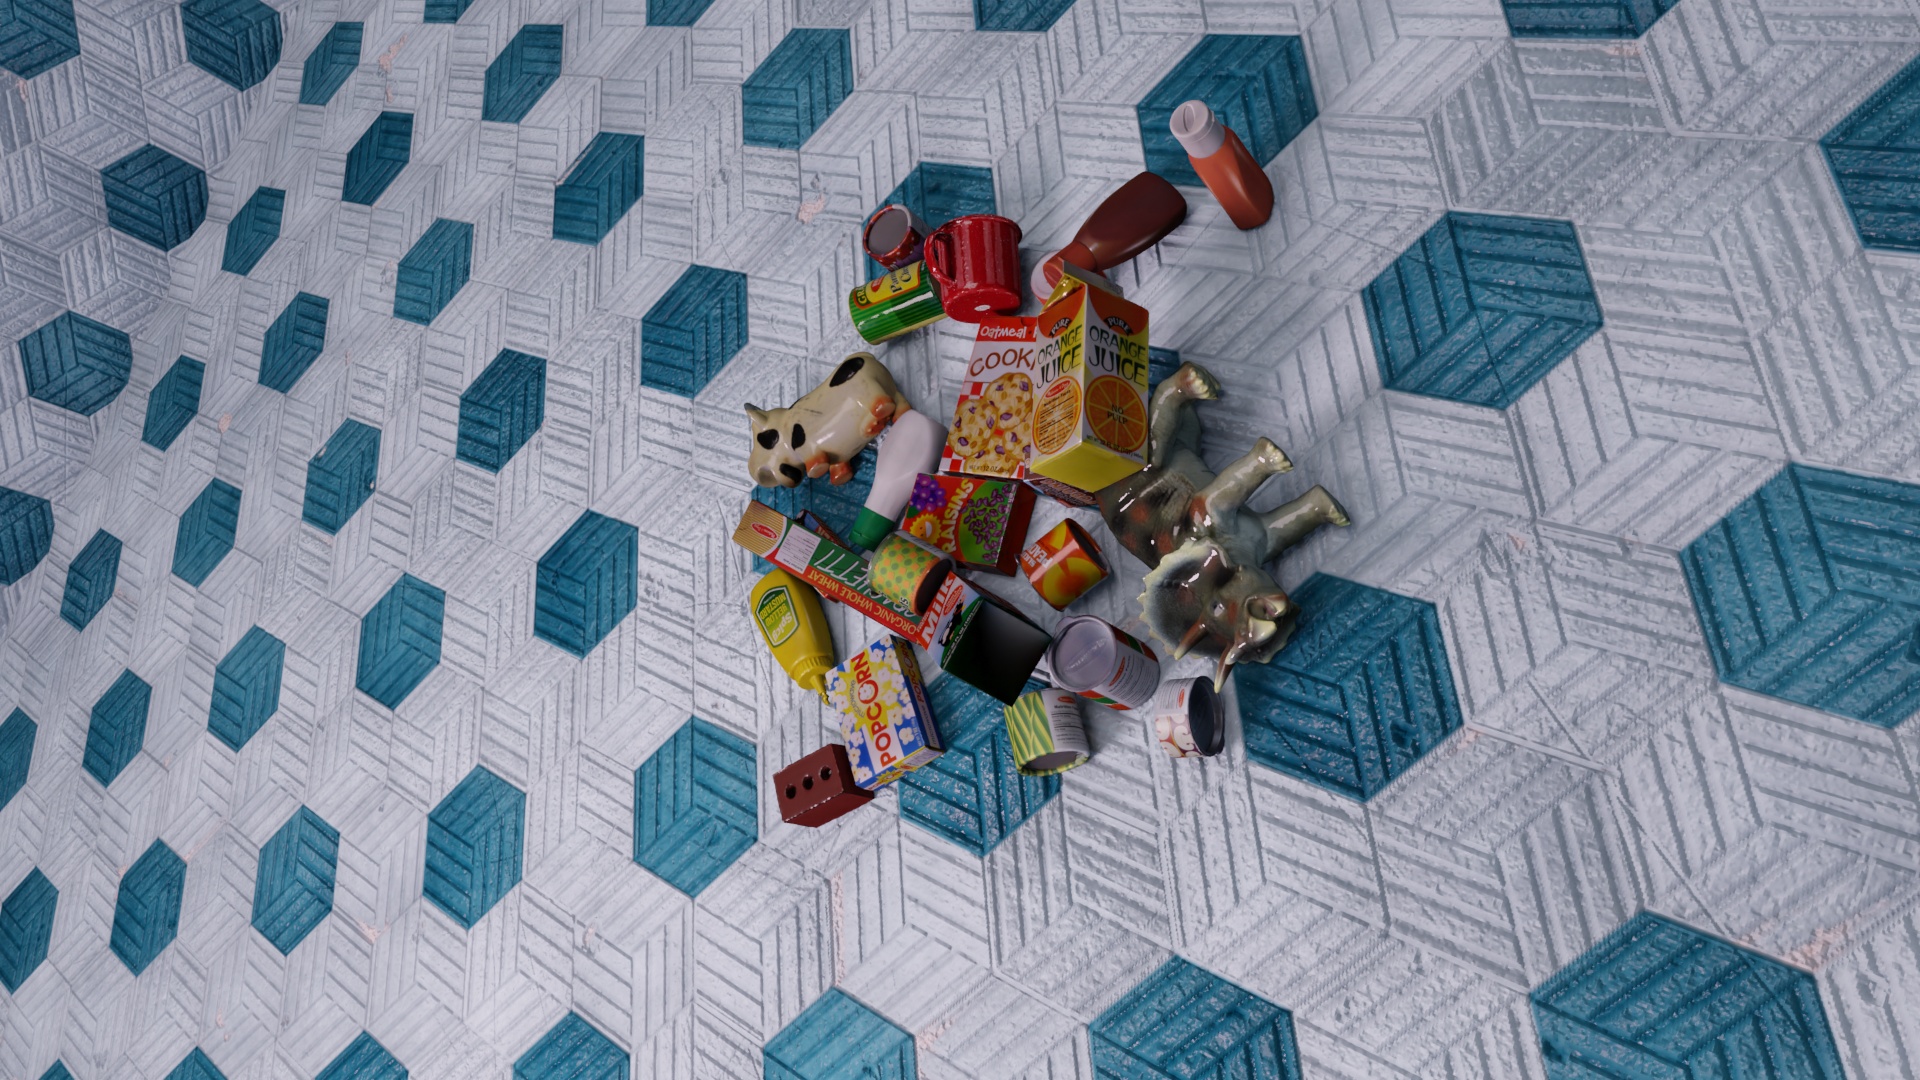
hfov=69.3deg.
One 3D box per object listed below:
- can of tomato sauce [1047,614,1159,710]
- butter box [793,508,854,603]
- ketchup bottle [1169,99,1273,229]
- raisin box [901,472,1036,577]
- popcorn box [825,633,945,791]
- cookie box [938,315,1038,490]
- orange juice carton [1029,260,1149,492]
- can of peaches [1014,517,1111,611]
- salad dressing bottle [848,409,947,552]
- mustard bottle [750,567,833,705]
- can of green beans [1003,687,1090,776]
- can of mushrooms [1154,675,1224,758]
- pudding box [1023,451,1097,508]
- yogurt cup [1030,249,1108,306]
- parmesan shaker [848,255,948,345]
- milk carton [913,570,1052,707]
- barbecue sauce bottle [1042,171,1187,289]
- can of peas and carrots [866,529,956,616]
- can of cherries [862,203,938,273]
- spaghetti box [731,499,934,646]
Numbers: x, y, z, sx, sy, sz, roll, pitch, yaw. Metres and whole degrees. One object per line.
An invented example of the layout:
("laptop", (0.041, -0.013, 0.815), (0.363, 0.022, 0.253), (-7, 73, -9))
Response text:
("can of tomato sauce", (0.122, 0.105, 1.192), (0.071, 0.083, 0.071), (-13, 65, 31))
("butter box", (-0.147, 0.016, 1.452), (0.053, 0.024, 0.104), (-53, 52, 6))
("ketchup bottle", (0.235, -0.340, 1.245), (0.043, 0.148, 0.065), (-14, 65, 29))
("raisin box", (0.005, -0.017, 1.351), (0.123, 0.040, 0.086), (8, 78, 35))
("popcorn box", (-0.074, 0.165, 1.334), (0.085, 0.038, 0.127), (-33, 56, 21))
("cookie box", (0.058, -0.136, 1.359), (0.123, 0.040, 0.167), (8, 77, 37))
("orange juice carton", (0.112, -0.147, 1.191), (0.072, 0.072, 0.193), (-26, 53, 51))
("can of peaches", (0.093, 0.020, 1.254), (0.058, 0.071, 0.071), (-38, 55, 16))
("salad dressing bottle", (-0.066, -0.059, 1.414), (0.064, 0.044, 0.147), (28, 90, 36))
("mustard bottle", (-0.163, 0.101, 1.415), (0.065, 0.049, 0.161), (-42, 54, 17))
("can of green beans", (0.075, 0.168, 1.212), (0.071, 0.071, 0.058), (-26, 60, 25))
("can of mushrooms", (0.189, 0.147, 1.142), (0.033, 0.071, 0.071), (-10, 67, 34))
("pudding box", (0.099, -0.058, 1.272), (0.049, 0.083, 0.030), (-7, 69, 33))
("yogurt cup", (0.105, -0.249, 1.361), (0.072, 0.054, 0.072), (-14, 65, 31))
("parmesan shaker", (-0.057, -0.256, 1.471), (0.103, 0.071, 0.071), (-17, 63, 29))
("milk carton", (0.013, 0.082, 1.254), (0.072, 0.073, 0.191), (-60, 14, 0))
("barbecue sauce bottle", (0.143, -0.289, 1.316), (0.149, 0.043, 0.065), (-39, 67, -18))
("can of peas and carrots", (-0.047, 0.033, 1.311), (0.059, 0.071, 0.071), (27, 89, 26))
("can of cherries", (-0.065, -0.320, 1.504), (0.071, 0.058, 0.072), (-13, 65, 30))
("spaghetti box", (-0.123, 0.032, 1.395), (0.250, 0.028, 0.050), (27, 89, 26))
